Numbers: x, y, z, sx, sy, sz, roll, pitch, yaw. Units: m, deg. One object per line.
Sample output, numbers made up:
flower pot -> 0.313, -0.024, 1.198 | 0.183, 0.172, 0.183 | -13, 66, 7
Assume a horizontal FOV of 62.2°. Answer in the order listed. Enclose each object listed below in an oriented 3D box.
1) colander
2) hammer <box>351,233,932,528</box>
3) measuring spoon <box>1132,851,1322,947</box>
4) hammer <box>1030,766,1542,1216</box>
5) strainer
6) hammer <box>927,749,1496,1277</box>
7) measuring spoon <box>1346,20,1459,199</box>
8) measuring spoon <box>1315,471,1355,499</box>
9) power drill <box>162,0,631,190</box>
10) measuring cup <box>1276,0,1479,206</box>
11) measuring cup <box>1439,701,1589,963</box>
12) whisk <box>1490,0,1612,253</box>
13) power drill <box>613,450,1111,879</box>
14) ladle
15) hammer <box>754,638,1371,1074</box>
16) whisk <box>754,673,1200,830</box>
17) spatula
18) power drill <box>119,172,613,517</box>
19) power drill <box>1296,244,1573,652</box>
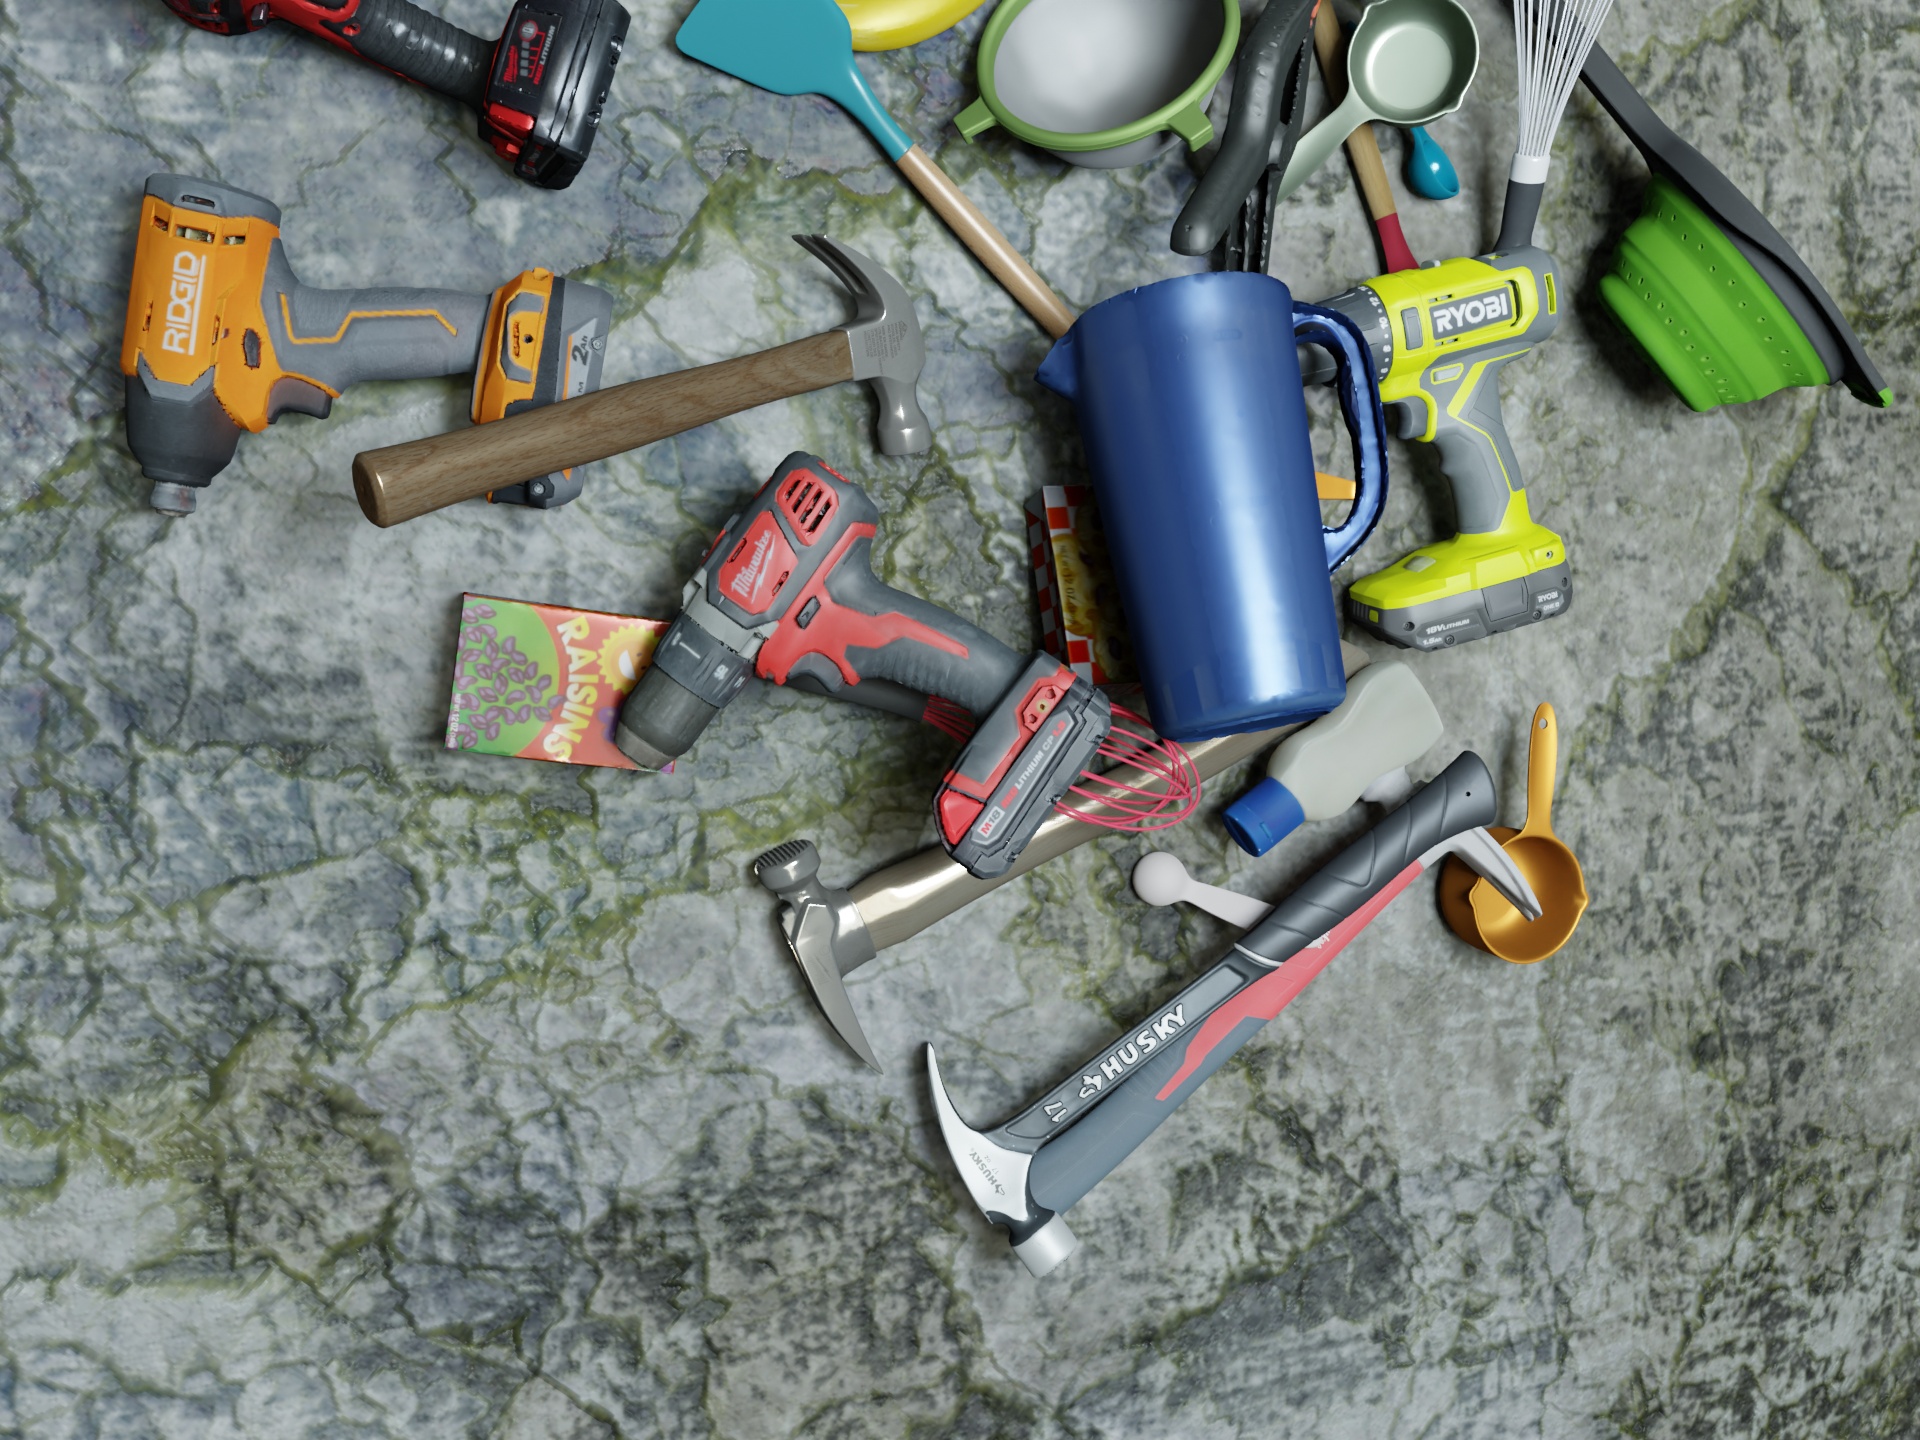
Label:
colander -> 0.430, -0.332, 1.030 | 0.094, 0.204, 0.397 | -39, 90, 23
hammer -> -0.149, -0.164, 0.813 | 0.331, 0.031, 0.130 | -26, 117, -36
measuring spoon -> 0.167, 0.114, 0.992 | 0.124, 0.018, 0.034 | 21, 77, 8
hammer -> 0.185, 0.194, 0.998 | 0.386, 0.038, 0.143 | -42, 74, -7
strainer -> 0.104, -0.418, 0.932 | 0.151, 0.069, 0.256 | 10, 70, 22
hammer -> 0.161, 0.151, 0.966 | 0.409, 0.036, 0.149 | -37, 84, -6
measuring spoon -> 0.276, -0.386, 1.015 | 0.128, 0.021, 0.042 | 56, 41, -6
measuring spoon -> 0.221, -0.152, 1.018 | 0.117, 0.011, 0.021 | 4, 93, -19
power drill -> -0.280, -0.342, 0.767 | 0.219, 0.143, 0.078 | 17, 92, -21
measuring cup -> 0.242, -0.371, 0.979 | 0.167, 0.038, 0.083 | -41, 88, 20
measuring cup -> 0.371, 0.073, 1.068 | 0.095, 0.052, 0.173 | 4, 91, -19
whisk -> 0.357, -0.373, 0.976 | 0.070, 0.070, 0.284 | -12, 125, -17
power drill -> -0.054, -0.008, 0.841 | 0.226, 0.080, 0.188 | 36, 92, 0
ladle -> 0.262, -0.345, 1.010 | 0.069, 0.031, 0.315 | -24, 100, -14
hammer -> 0.085, 0.062, 0.979 | 0.410, 0.038, 0.146 | -26, 104, -15
whisk -> -0.001, -0.003, 0.910 | 0.296, 0.073, 0.073 | 18, 89, -3
spatula -> -0.017, -0.300, 0.909 | 0.082, 0.044, 0.317 | -36, 113, 29
power drill -> -0.302, -0.170, 0.809 | 0.226, 0.084, 0.164 | 9, 94, -15
power drill -> 0.285, -0.165, 0.989 | 0.190, 0.080, 0.228 | -16, 105, -8
